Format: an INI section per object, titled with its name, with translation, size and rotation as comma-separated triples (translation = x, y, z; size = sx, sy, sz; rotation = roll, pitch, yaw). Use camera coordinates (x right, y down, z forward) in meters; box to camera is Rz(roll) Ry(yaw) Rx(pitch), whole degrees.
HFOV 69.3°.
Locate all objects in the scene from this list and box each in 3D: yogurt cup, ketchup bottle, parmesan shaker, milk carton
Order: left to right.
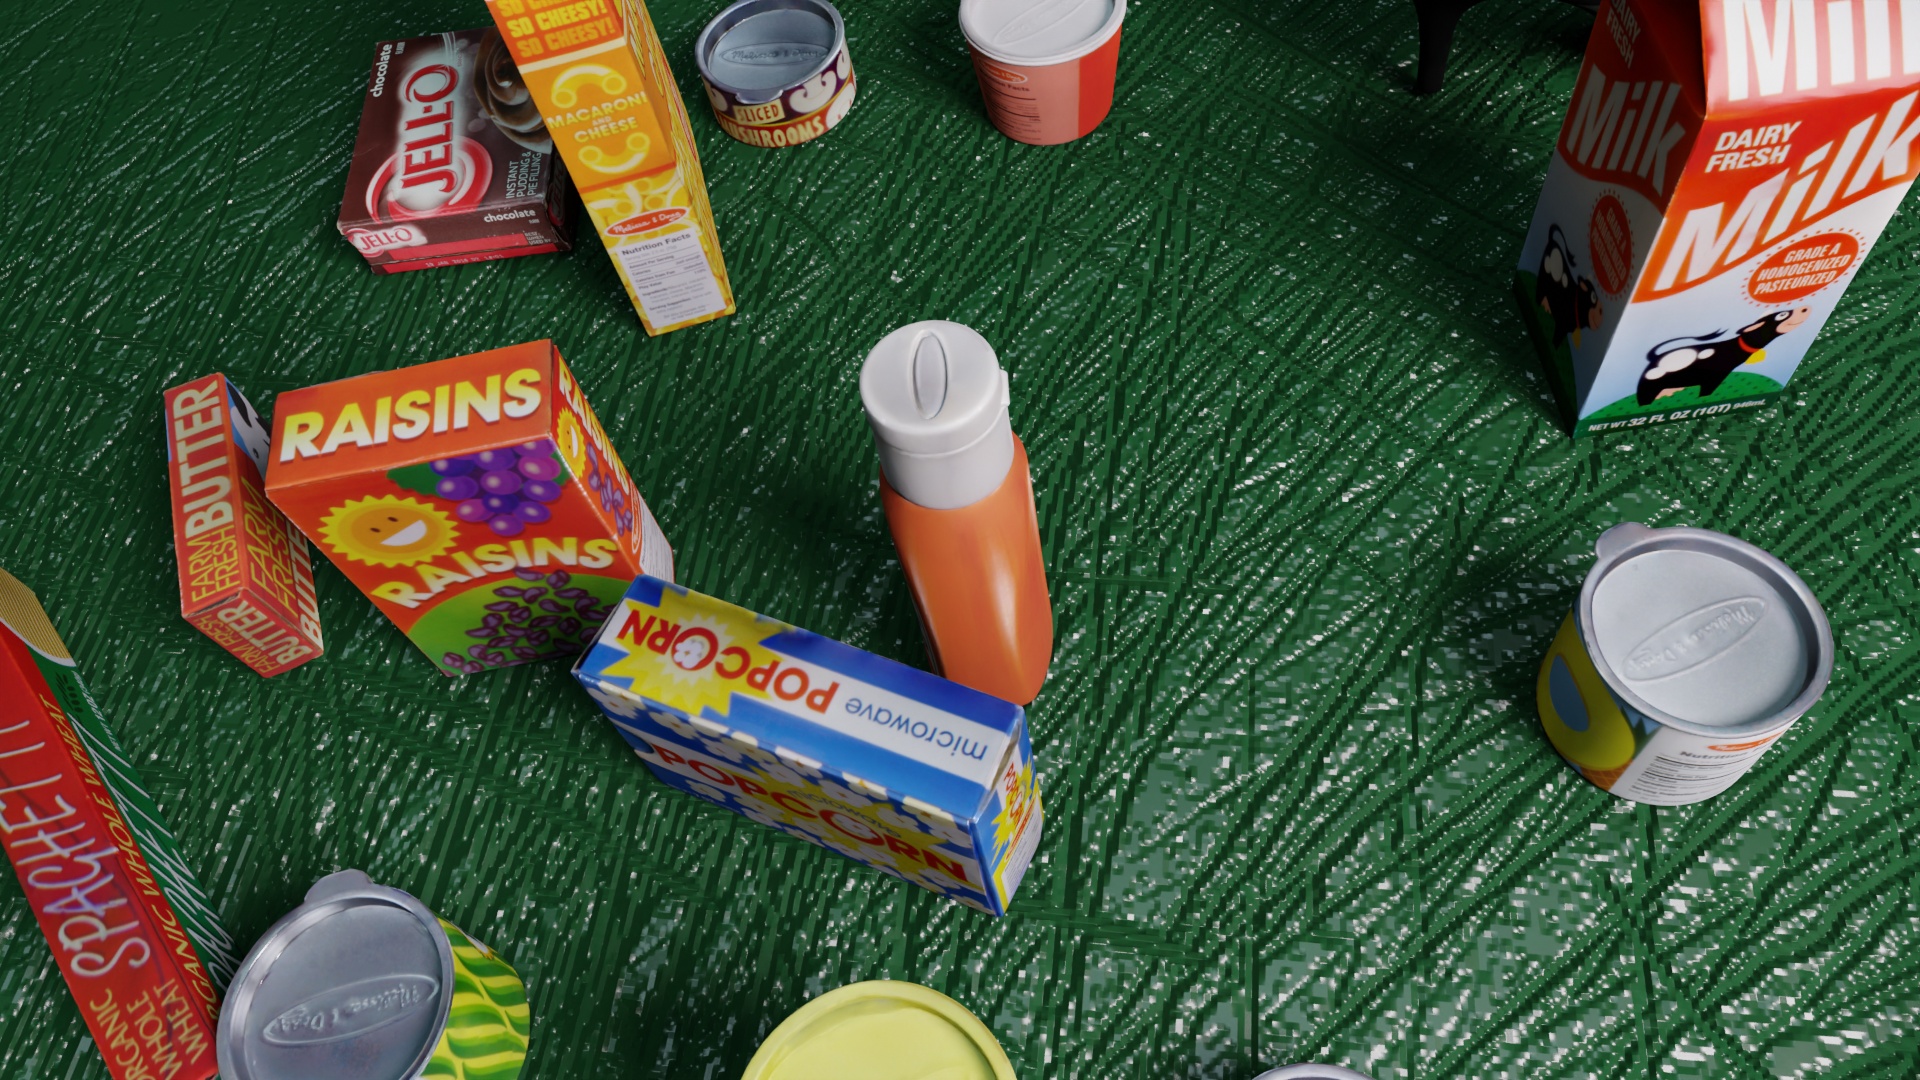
[parmesan shaker]
translation = -0.011, 0.157, 0.343
size = 0.071, 0.102, 0.071
rotation = -3, 59, 6
[ketchup bottle]
translation = 0.001, -0.005, 0.412
size = 0.043, 0.148, 0.065
rotation = -6, 59, 4
[yogurt cup]
translation = 0.036, -0.204, 0.583
size = 0.072, 0.053, 0.073
rotation = -3, 59, 6
[milk carton]
translation = 0.233, -0.118, 0.425
size = 0.072, 0.189, 0.074
rotation = -8, 59, 3

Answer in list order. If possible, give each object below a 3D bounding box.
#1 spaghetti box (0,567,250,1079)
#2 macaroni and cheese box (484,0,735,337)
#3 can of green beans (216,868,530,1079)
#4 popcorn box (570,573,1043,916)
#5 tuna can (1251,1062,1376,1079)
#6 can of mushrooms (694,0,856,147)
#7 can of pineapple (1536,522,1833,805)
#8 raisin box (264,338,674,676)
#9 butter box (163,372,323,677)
[spaghetti box]
translation = -0.286, 0.089, 0.451
size = 0.029, 0.050, 0.250
rotation = -39, 62, -15
[macaroni and cheese box]
translation = -0.134, -0.178, 0.524
size = 0.040, 0.165, 0.124
rotation = -17, 59, -2
[can of green beans]
translation = -0.166, 0.140, 0.400
size = 0.071, 0.057, 0.071
rotation = -3, 59, 6
[popcorn box]
translation = -0.041, 0.062, 0.414
size = 0.127, 0.085, 0.038
rotation = 18, 63, 17
[tuna can]
translation = 0.095, 0.175, 0.359
size = 0.071, 0.032, 0.071
rotation = -3, 59, 6
[can of mushrooms]
translation = -0.081, -0.206, 0.612
size = 0.071, 0.033, 0.071
rotation = -3, 59, 6
[can of pineapple]
translation = 0.211, 0.037, 0.412
size = 0.071, 0.057, 0.071
rotation = -3, 59, 6
[raisin box]
translation = -0.150, -0.006, 0.448
size = 0.086, 0.123, 0.040
rotation = -11, 59, 1
[butter box]
translation = -0.260, -0.006, 0.503
size = 0.024, 0.053, 0.104
rotation = -21, 59, -5
